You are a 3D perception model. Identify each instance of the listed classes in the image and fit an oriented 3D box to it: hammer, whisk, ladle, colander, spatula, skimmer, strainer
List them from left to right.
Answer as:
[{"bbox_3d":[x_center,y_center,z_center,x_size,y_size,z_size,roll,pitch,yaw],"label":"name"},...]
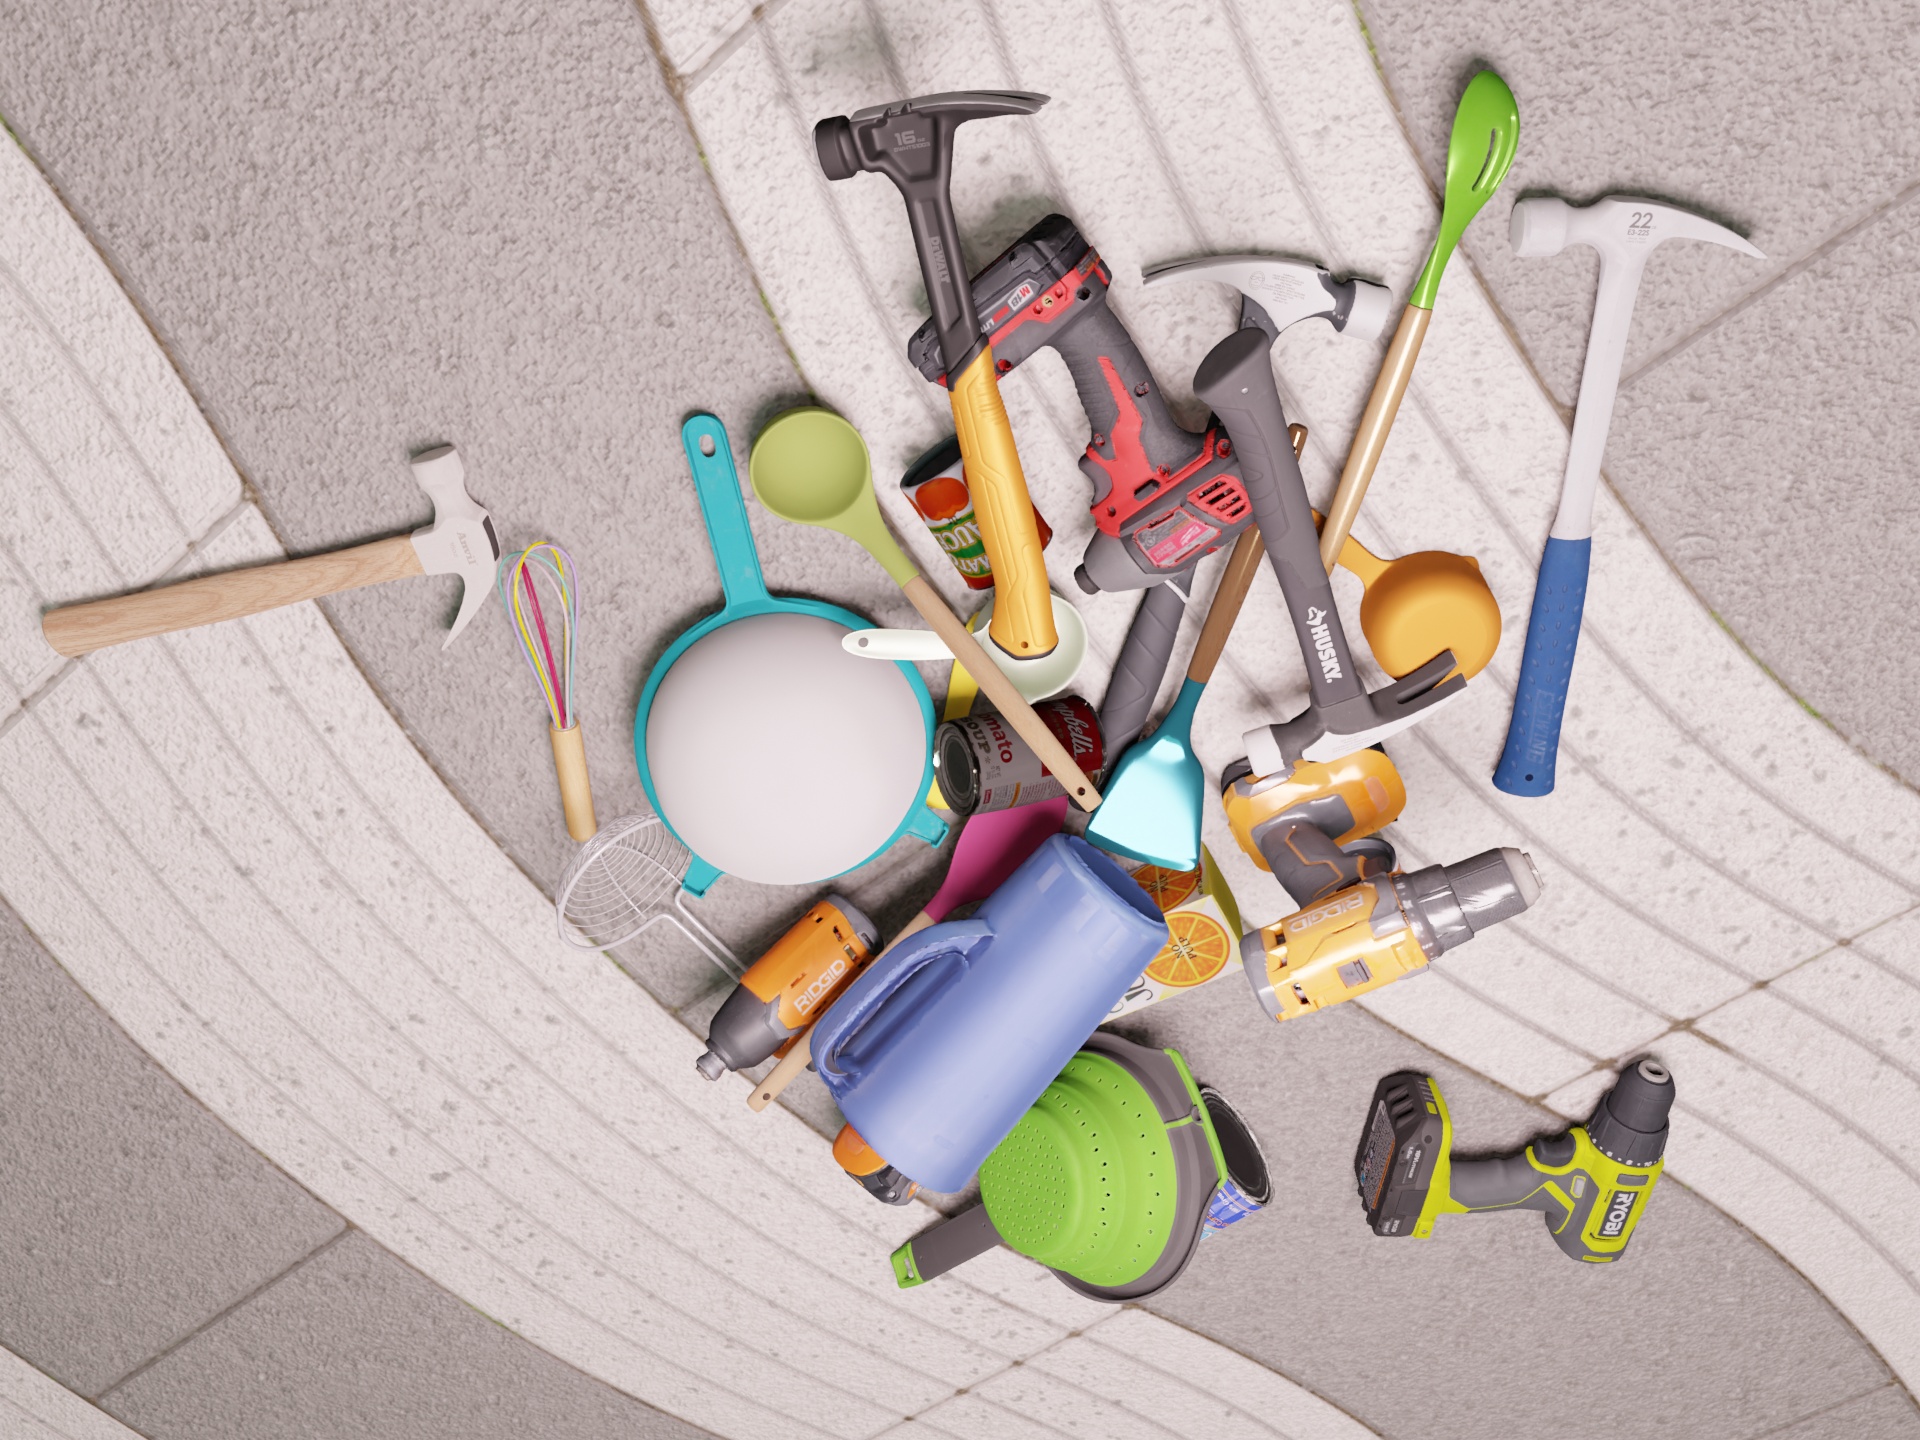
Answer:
[{"bbox_3d":[-0.472,-0.089,1.089,0.331,0.031,0.130,-11,118,9],"label":"hammer"},{"bbox_3d":[-0.285,-0.014,1.118,0.051,0.047,0.244,-4,123,-5],"label":"whisk"},{"bbox_3d":[-0.159,0.205,1.211,0.127,0.090,0.363,-45,114,-7],"label":"skimmer"},{"bbox_3d":[-0.132,-0.029,1.048,0.211,0.095,0.340,-12,110,1],"label":"strainer"},{"bbox_3d":[-0.018,-0.067,1.008,0.078,0.062,0.320,-40,87,14],"label":"ladle"},{"bbox_3d":[0.017,-0.184,0.913,0.127,0.034,0.336,-3,122,20],"label":"hammer"},{"bbox_3d":[0.034,0.385,1.258,0.094,0.205,0.397,3,147,-41],"label":"colander"},{"bbox_3d":[0.141,-0.108,1.052,0.149,0.036,0.408,14,120,-4],"label":"hammer"},{"bbox_3d":[0.166,-0.044,1.043,0.082,0.044,0.317,17,120,-1],"label":"spatula"},{"bbox_3d":[0.206,-0.094,0.945,0.146,0.035,0.334,-19,135,10],"label":"hammer"},{"bbox_3d":[0.403,-0.130,1.028,0.144,0.035,0.405,0,120,2],"label":"hammer"}]

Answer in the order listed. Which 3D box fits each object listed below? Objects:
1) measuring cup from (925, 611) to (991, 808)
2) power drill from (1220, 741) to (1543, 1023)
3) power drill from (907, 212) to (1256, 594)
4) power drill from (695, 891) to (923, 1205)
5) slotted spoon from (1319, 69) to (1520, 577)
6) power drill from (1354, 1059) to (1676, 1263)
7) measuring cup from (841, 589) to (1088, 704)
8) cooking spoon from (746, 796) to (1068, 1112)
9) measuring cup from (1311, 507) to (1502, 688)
[{"bbox_3d":[-0.002,-0.004,1.119,0.062,0.029,0.156,12,121,-5],"label":"measuring cup"},{"bbox_3d":[0.267,0.087,1.047,0.185,0.226,0.084,-25,116,16],"label":"power drill"},{"bbox_3d":[0.077,-0.179,0.963,0.143,0.079,0.219,-33,105,32],"label":"power drill"},{"bbox_3d":[-0.092,0.263,1.208,0.164,0.084,0.226,-43,119,-20],"label":"power drill"},{"bbox_3d":[0.270,-0.226,0.962,0.031,0.070,0.313,34,124,30],"label":"slotted spoon"},{"bbox_3d":[0.449,0.346,1.277,0.228,0.080,0.190,4,120,-3],"label":"power drill"},{"bbox_3d":[0.001,-0.056,1.066,0.167,0.038,0.083,1,112,-13],"label":"measuring cup"},{"bbox_3d":[-0.040,0.160,1.147,0.319,0.017,0.068,-47,113,-6],"label":"cooking spoon"},{"bbox_3d":[0.281,-0.085,1.048,0.173,0.052,0.095,32,116,-18],"label":"measuring cup"}]
